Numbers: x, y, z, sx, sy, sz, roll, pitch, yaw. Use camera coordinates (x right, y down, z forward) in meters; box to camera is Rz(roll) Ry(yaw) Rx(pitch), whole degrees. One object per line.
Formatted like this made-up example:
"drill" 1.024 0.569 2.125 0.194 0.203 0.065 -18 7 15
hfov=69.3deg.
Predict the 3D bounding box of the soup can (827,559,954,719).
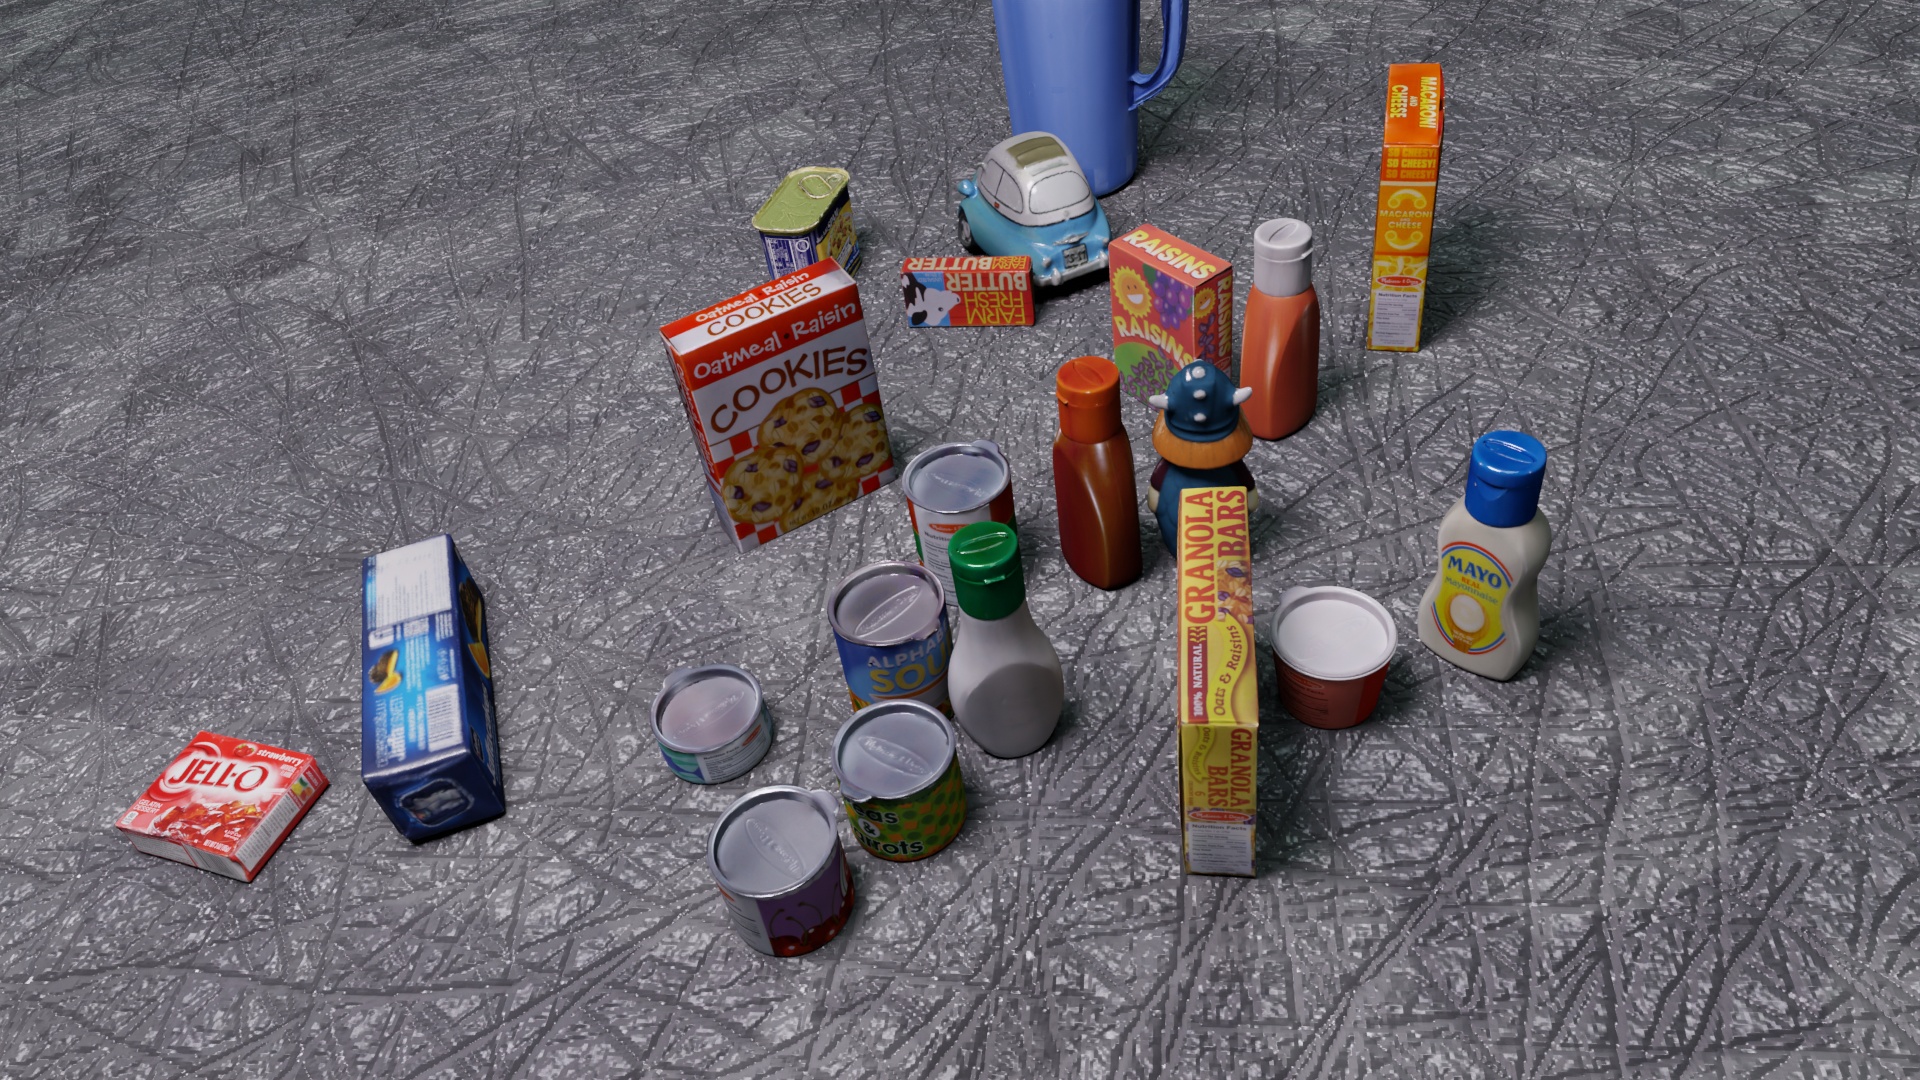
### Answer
"soup can" -0.035 0.065 0.796 0.071 0.083 0.072 -5 42 5

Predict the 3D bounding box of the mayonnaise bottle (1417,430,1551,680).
"mayonnaise bottle" 0.287 0.008 0.752 0.065 0.147 0.041 29 54 35

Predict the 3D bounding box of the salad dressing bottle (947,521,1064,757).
"salad dressing bottle" 0.021 0.055 0.749 0.064 0.146 0.044 -16 42 -7

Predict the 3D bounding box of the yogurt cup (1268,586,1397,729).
"yogurt cup" 0.206 0.067 0.772 0.072 0.053 0.073 -5 42 5

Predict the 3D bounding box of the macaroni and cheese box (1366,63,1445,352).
"macaroni and cheese box" 0.322 -0.240 1.005 0.040 0.165 0.124 5 44 15

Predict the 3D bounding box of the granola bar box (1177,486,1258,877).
"granola bar box" 0.133 0.071 0.728 0.039 0.123 0.166 -1 43 10

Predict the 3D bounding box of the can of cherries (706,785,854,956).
"can of cherries" -0.088 0.168 0.711 0.071 0.058 0.072 -5 42 5

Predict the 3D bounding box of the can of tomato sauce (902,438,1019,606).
"can of tomato sauce" 0.003 -0.011 0.873 0.071 0.082 0.071 -5 42 5

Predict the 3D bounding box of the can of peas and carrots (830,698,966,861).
"can of peas and carrots" -0.033 0.130 0.743 0.071 0.058 0.071 -5 42 5

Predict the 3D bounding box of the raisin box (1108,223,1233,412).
"raisin box" 0.147 -0.147 0.966 0.040 0.122 0.086 -31 46 -22

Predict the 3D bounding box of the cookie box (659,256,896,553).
"cookie box" -0.116 -0.087 0.915 0.123 0.166 0.040 -27 45 -18

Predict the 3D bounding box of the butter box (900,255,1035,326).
"butter box" 0.007 -0.196 1.098 0.103 0.052 0.024 1 43 11

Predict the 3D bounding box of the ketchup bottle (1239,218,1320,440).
"ketchup bottle" 0.215 -0.141 0.929 0.043 0.148 0.065 28 54 34

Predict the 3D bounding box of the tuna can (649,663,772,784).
"tuna can" -0.146 0.106 0.809 0.071 0.032 0.071 -5 42 5

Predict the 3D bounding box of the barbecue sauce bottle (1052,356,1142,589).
"barbecue sauce bottle" 0.081 -0.042 0.844 0.044 0.147 0.065 -25 44 -16
